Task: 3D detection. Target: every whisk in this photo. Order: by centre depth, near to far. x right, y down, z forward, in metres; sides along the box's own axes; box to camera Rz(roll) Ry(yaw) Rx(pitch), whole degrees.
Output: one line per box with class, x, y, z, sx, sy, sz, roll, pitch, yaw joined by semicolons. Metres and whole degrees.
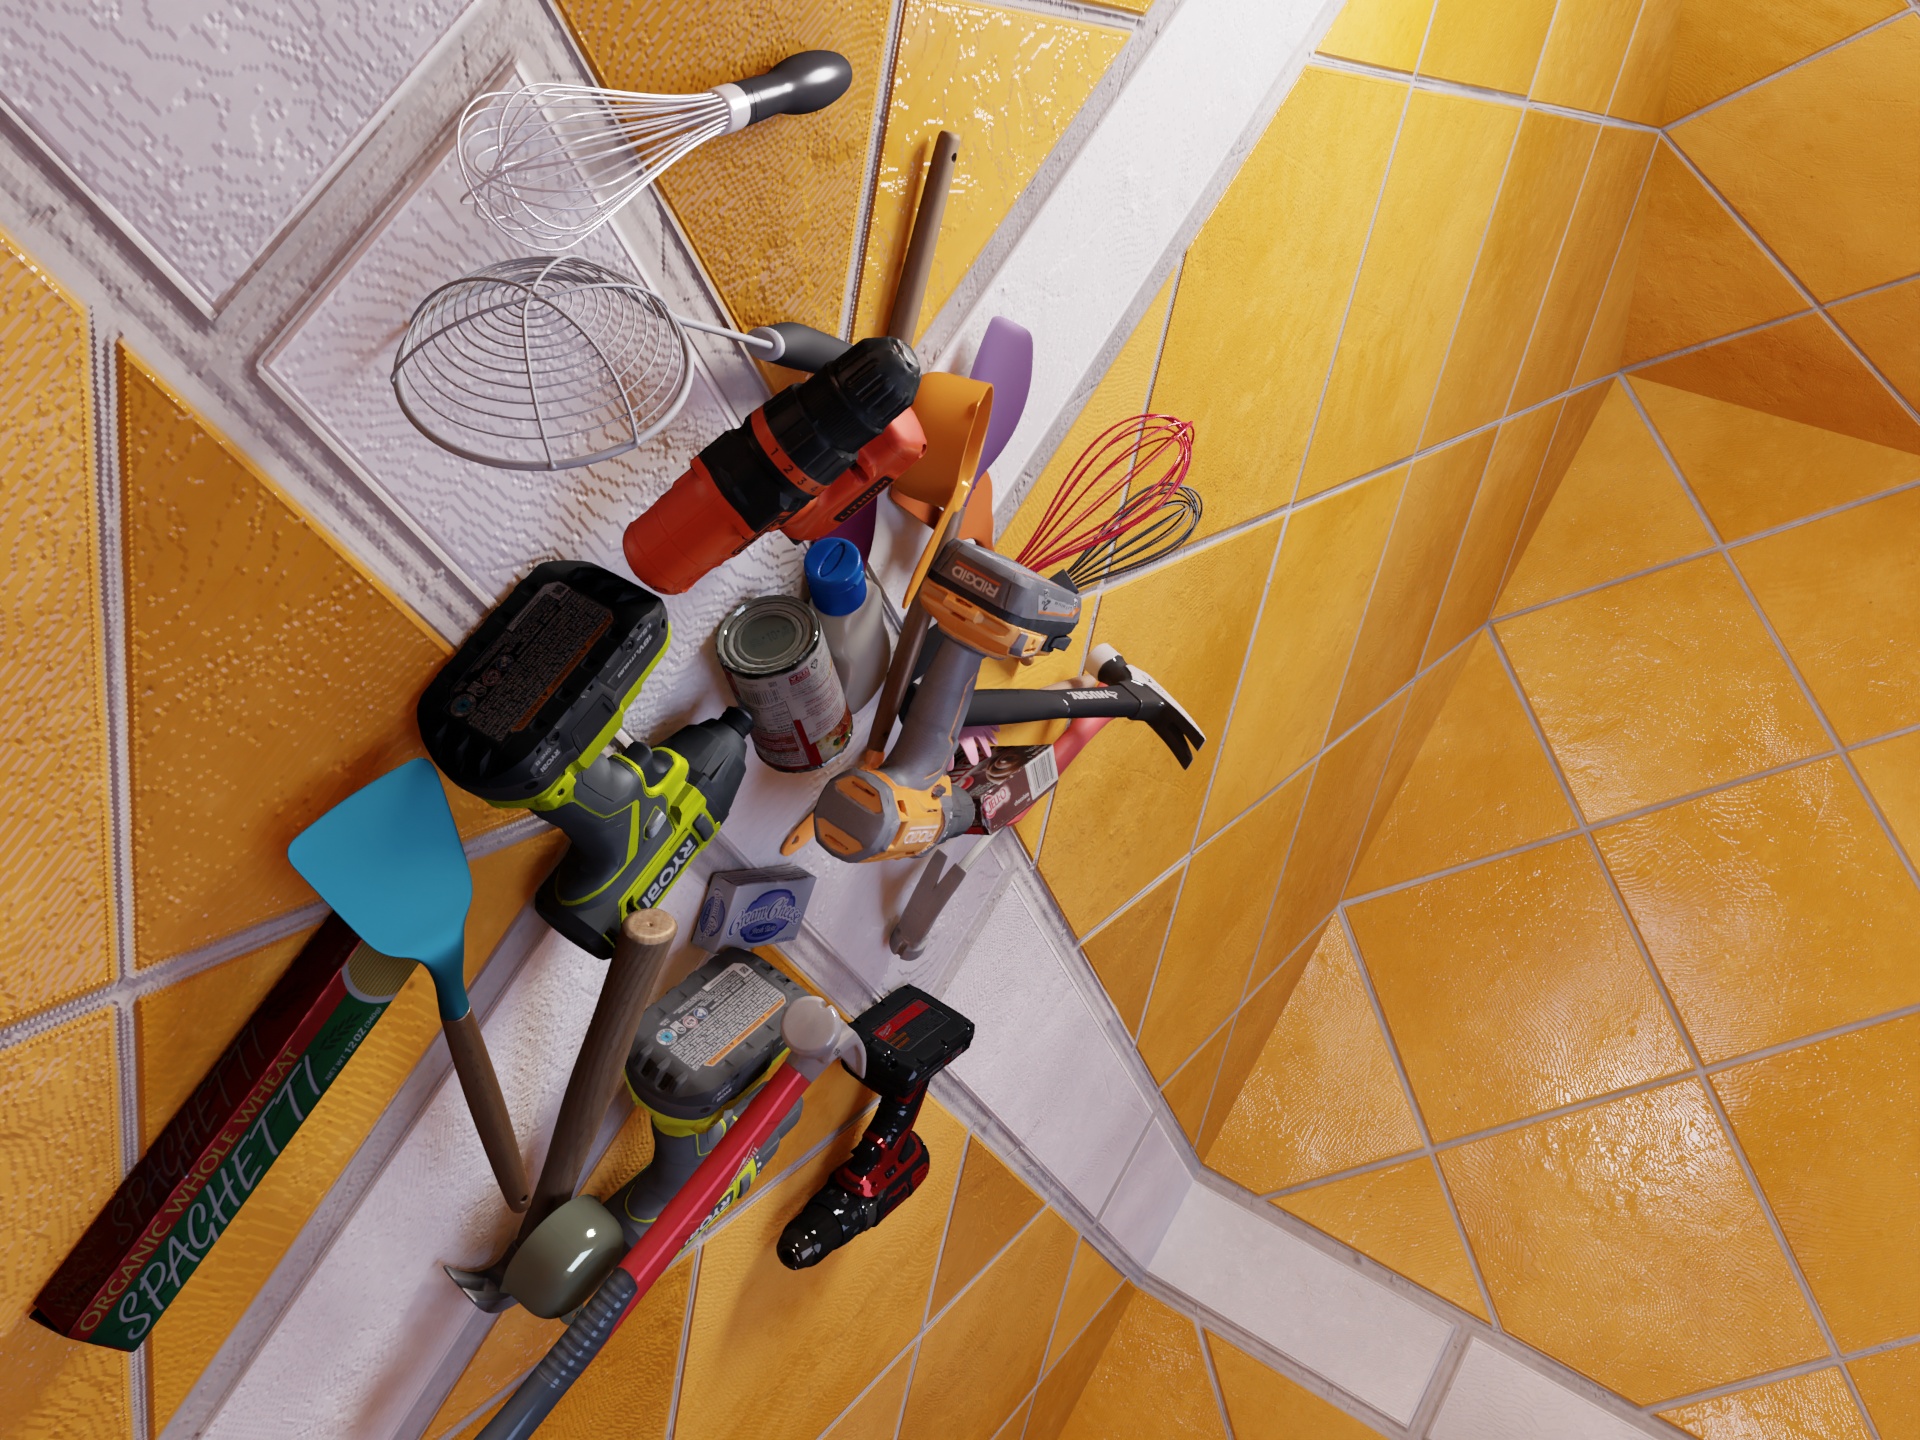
whisk;-0.133;-0.286;0.764;0.285;0.070;0.070;-43;147;-47
whisk;0.058;-0.123;1.174;0.296;0.073;0.073;-41;154;4
whisk;0.084;-0.109;1.236;0.239;0.055;0.055;-34;153;5

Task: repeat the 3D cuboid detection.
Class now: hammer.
hammer;-0.236;0.247;0.979;0.130;0.031;0.331;-24;144;-53
hammer;-0.197;0.347;1.015;0.386;0.038;0.143;-50;161;-15
hammer;0.072;-0.010;1.308;0.334;0.146;0.035;-3;130;-50
hammer;0.060;0.063;1.420;0.359;0.037;0.149;-46;169;-40

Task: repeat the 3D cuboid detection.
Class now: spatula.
spatula;-0.268;0.163;0.843;0.082;0.044;0.317;-42;145;-38
spatula;-0.009;-0.127;1.122;0.059;0.018;0.316;15;95;-45
spatula;0.018;-0.119;1.235;0.081;0.041;0.322;-57;157;-14

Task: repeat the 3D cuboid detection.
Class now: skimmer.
skimmer;-0.139;-0.173;0.816;0.090;0.127;0.363;-66;166;14

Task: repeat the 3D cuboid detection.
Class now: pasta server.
pasta server;0.051;-0.004;1.377;0.316;0.060;0.040;-20;99;-60

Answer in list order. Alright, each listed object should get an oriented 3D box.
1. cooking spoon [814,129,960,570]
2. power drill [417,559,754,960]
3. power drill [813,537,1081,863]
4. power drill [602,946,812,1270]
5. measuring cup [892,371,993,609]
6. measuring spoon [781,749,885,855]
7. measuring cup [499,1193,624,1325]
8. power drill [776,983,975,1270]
cooking spoon;-0.047;-0.216;1.027;0.068;0.017;0.318;-18;129;-57
power drill;-0.194;0.019;0.888;0.171;0.080;0.223;-54;156;-21
power drill;-0.002;-0.004;1.117;0.226;0.084;0.185;-63;158;9
power drill;-0.171;0.272;1.126;0.190;0.080;0.228;-37;152;-43
measuring cup;-0.028;-0.151;1.037;0.095;0.052;0.174;96;14;-65
measuring spoon;-0.096;0.059;1.184;0.117;0.011;0.021;-46;148;-29
measuring cup;-0.250;0.371;1.038;0.083;0.038;0.167;-41;154;-33
power drill;-0.080;0.366;1.405;0.188;0.080;0.226;-26;137;-53
